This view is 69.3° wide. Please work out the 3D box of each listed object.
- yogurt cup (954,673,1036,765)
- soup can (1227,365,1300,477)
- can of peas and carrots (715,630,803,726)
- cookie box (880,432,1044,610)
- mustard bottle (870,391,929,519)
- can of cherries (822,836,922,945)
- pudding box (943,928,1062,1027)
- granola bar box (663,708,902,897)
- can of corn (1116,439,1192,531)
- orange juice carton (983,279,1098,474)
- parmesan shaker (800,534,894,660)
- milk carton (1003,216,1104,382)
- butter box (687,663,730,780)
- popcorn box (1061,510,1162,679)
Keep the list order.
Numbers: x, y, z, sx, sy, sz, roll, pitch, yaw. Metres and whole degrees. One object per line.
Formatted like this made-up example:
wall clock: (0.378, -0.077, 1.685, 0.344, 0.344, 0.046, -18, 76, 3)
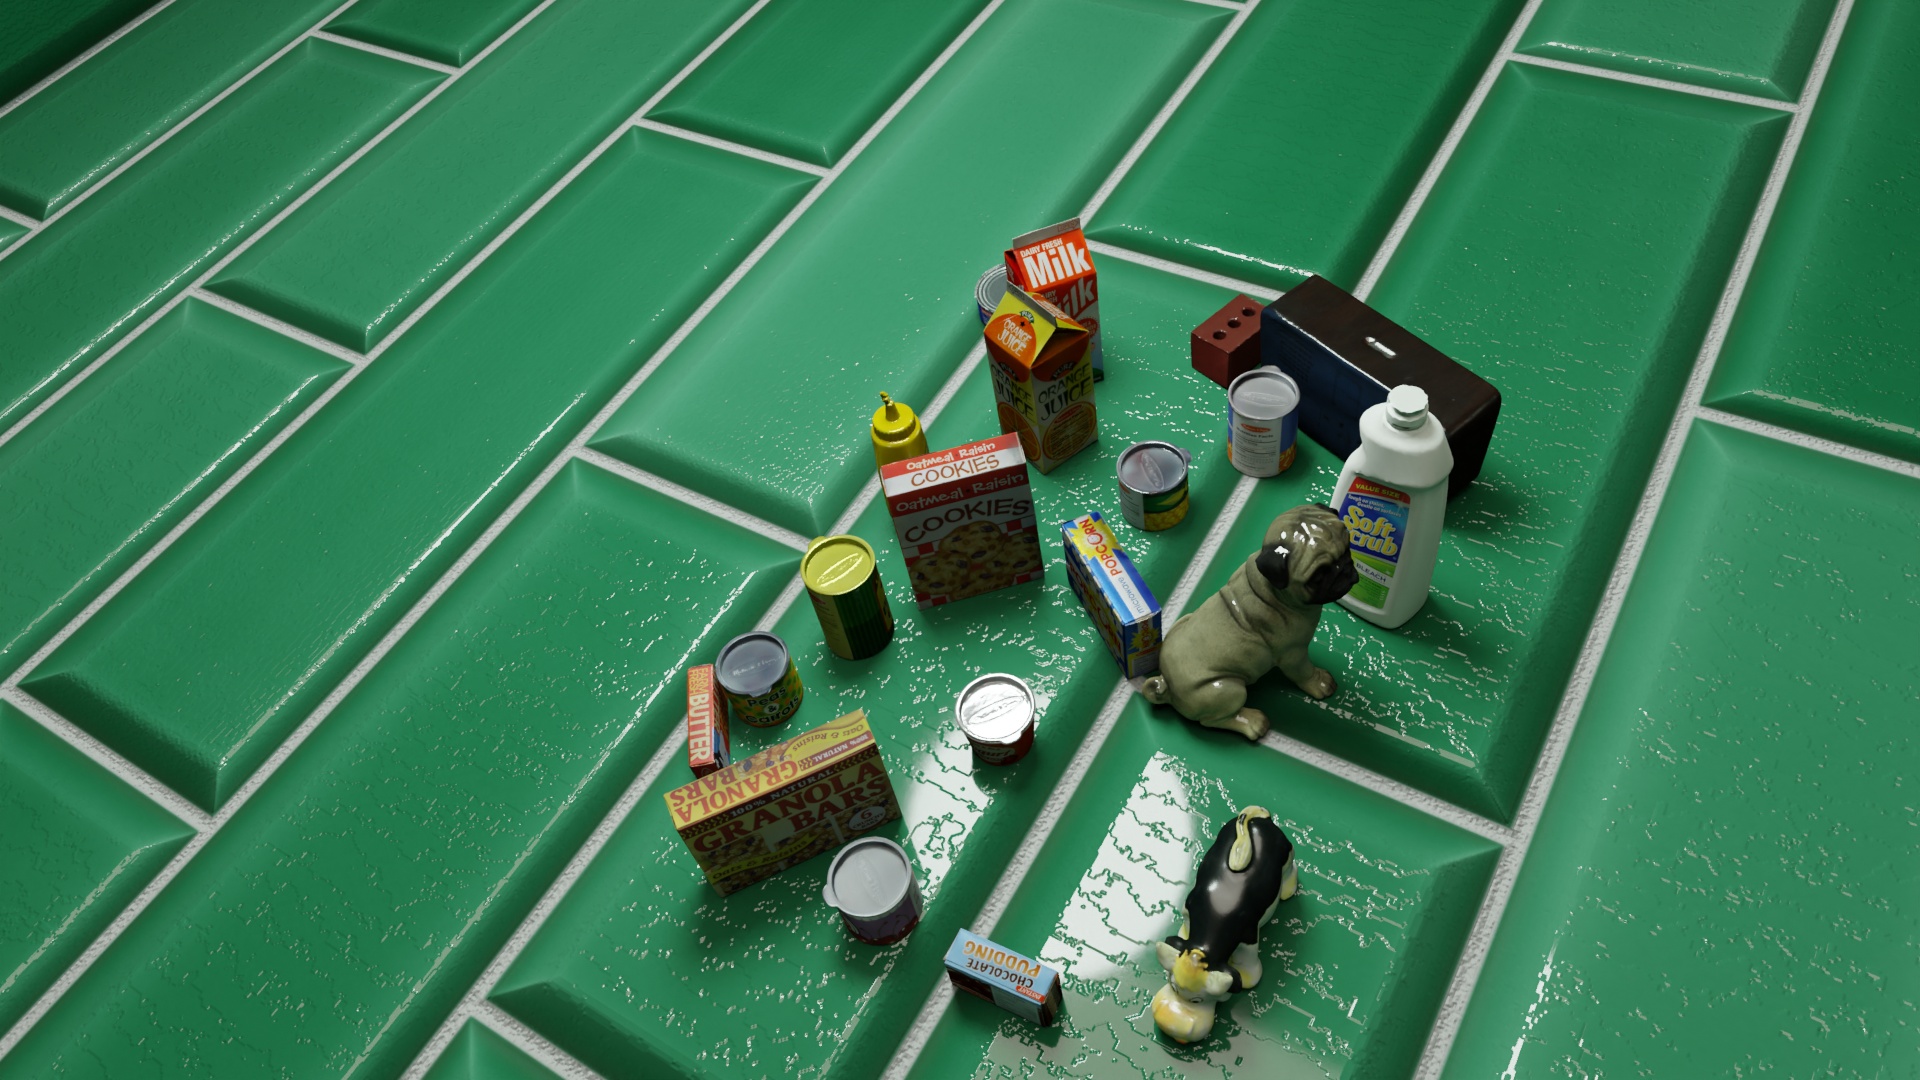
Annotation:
yogurt cup: (0.032, 0.154, 1.173, 0.072, 0.053, 0.073, -5, 51, 6)
soup can: (0.288, -0.113, 1.322, 0.071, 0.083, 0.072, -5, 51, 6)
can of peas and carrots: (-0.176, 0.125, 1.230, 0.071, 0.058, 0.071, -5, 51, 6)
cookie box: (0.004, -0.016, 1.241, 0.123, 0.166, 0.040, -15, 51, -1)
mustard bottle: (-0.055, -0.081, 1.309, 0.049, 0.159, 0.065, -3, 51, 8)
can of cherries: (-0.069, 0.276, 1.089, 0.071, 0.058, 0.072, -5, 51, 6)
pudding box: (0.032, 0.326, 1.037, 0.084, 0.049, 0.030, 17, 57, 22)
granola bar box: (-0.137, 0.212, 1.111, 0.166, 0.123, 0.039, -23, 51, -8)
can of corn: (0.184, -0.052, 1.308, 0.071, 0.058, 0.071, -5, 51, 6)
orange juice carton: (0.077, -0.161, 1.329, 0.073, 0.191, 0.072, -34, 54, -16)
parmesan shaker: (-0.101, 0.050, 1.248, 0.071, 0.102, 0.072, -5, 51, 6)
milk carton: (0.093, -0.238, 1.389, 0.072, 0.189, 0.074, -20, 51, -6)
butter box: (-0.219, 0.164, 1.210, 0.024, 0.053, 0.104, -11, 51, 1)
popcorn box: (0.133, 0.047, 1.220, 0.038, 0.084, 0.127, -22, 51, -8)
